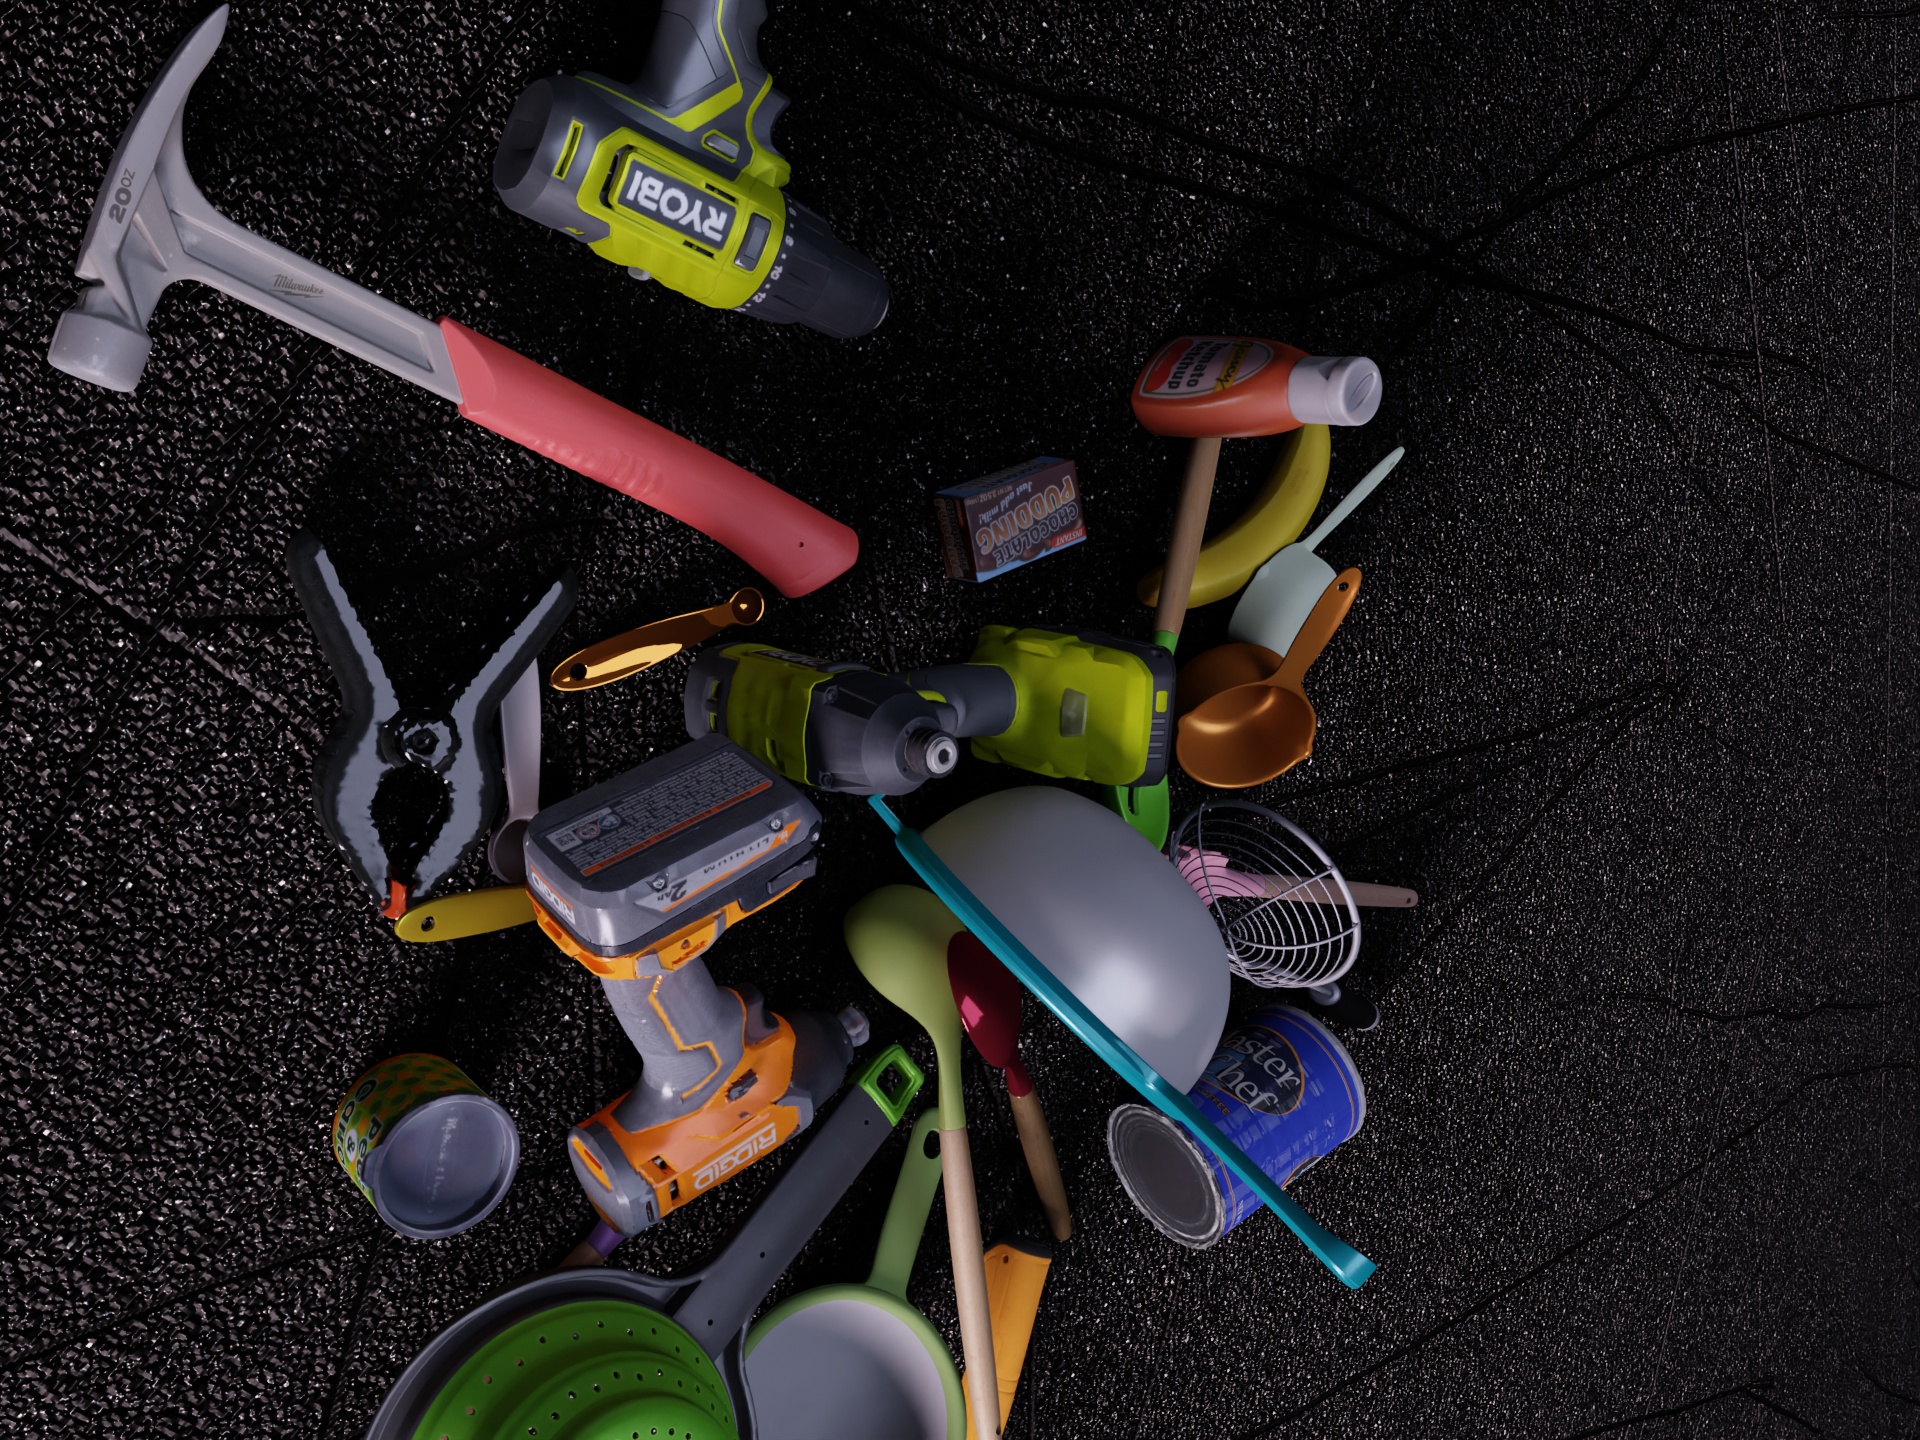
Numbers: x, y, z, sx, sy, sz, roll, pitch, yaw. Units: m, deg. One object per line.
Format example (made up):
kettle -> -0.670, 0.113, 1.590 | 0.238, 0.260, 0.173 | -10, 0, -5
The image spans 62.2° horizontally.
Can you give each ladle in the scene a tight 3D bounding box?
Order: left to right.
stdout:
ladle -> -0.012, 0.248, 0.875 | 0.078, 0.062, 0.320 | -15, 100, -61
ladle -> 0.037, 0.224, 0.913 | 0.315, 0.031, 0.069 | 75, 12, -45

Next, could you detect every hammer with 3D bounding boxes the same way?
hammer -> -0.187, -0.148, 0.702 | 0.358, 0.037, 0.149 | 23, 85, -39
hammer -> -0.003, 0.476, 0.943 | 0.034, 0.127, 0.337 | 25, 78, -41

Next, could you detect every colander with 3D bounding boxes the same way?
colander -> -0.119, 0.310, 0.770 | 0.204, 0.094, 0.397 | 54, 54, -17

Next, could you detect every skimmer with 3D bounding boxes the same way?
skimmer -> 0.233, 0.141, 1.032 | 0.090, 0.127, 0.363 | -62, 147, -3

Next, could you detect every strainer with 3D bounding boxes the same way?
strainer -> -0.061, 0.344, 0.900 | 0.151, 0.069, 0.256 | 28, 63, -17
strainer -> 0.104, 0.131, 0.792 | 0.095, 0.341, 0.210 | -47, 133, -3

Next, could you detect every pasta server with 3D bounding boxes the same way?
pasta server -> 0.226, 0.118, 1.090 | 0.316, 0.040, 0.060 | 9, 106, -41

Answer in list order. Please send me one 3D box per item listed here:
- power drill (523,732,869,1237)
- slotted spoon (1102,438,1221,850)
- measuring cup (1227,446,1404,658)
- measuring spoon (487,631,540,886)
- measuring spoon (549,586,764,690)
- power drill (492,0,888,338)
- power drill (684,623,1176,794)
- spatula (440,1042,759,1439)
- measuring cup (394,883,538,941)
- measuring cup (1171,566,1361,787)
power drill -> -0.114, 0.124, 0.754 | 0.164, 0.084, 0.226 | -27, 133, -32
slotted spoon -> 0.126, -0.073, 0.939 | 0.070, 0.031, 0.314 | 34, 64, -50
measuring cup -> 0.238, -0.104, 1.014 | 0.167, 0.038, 0.083 | -47, 157, -2
measuring spoon -> -0.207, 0.015, 0.738 | 0.034, 0.018, 0.124 | -5, 96, -47
measuring spoon -> -0.148, -0.040, 0.776 | 0.117, 0.011, 0.021 | -25, 114, -29
power drill -> -0.083, -0.297, 0.715 | 0.190, 0.080, 0.228 | 16, 100, -39
power drill -> -0.001, -0.003, 0.798 | 0.223, 0.171, 0.080 | -4, 102, -41
spatula -> -0.200, 0.287, 0.796 | 0.316, 0.018, 0.059 | -47, 125, -22
measuring cup -> -0.186, 0.089, 0.736 | 0.156, 0.029, 0.062 | -5, 112, -51
measuring cup -> 0.188, -0.037, 0.967 | 0.095, 0.052, 0.173 | 14, 126, -20
